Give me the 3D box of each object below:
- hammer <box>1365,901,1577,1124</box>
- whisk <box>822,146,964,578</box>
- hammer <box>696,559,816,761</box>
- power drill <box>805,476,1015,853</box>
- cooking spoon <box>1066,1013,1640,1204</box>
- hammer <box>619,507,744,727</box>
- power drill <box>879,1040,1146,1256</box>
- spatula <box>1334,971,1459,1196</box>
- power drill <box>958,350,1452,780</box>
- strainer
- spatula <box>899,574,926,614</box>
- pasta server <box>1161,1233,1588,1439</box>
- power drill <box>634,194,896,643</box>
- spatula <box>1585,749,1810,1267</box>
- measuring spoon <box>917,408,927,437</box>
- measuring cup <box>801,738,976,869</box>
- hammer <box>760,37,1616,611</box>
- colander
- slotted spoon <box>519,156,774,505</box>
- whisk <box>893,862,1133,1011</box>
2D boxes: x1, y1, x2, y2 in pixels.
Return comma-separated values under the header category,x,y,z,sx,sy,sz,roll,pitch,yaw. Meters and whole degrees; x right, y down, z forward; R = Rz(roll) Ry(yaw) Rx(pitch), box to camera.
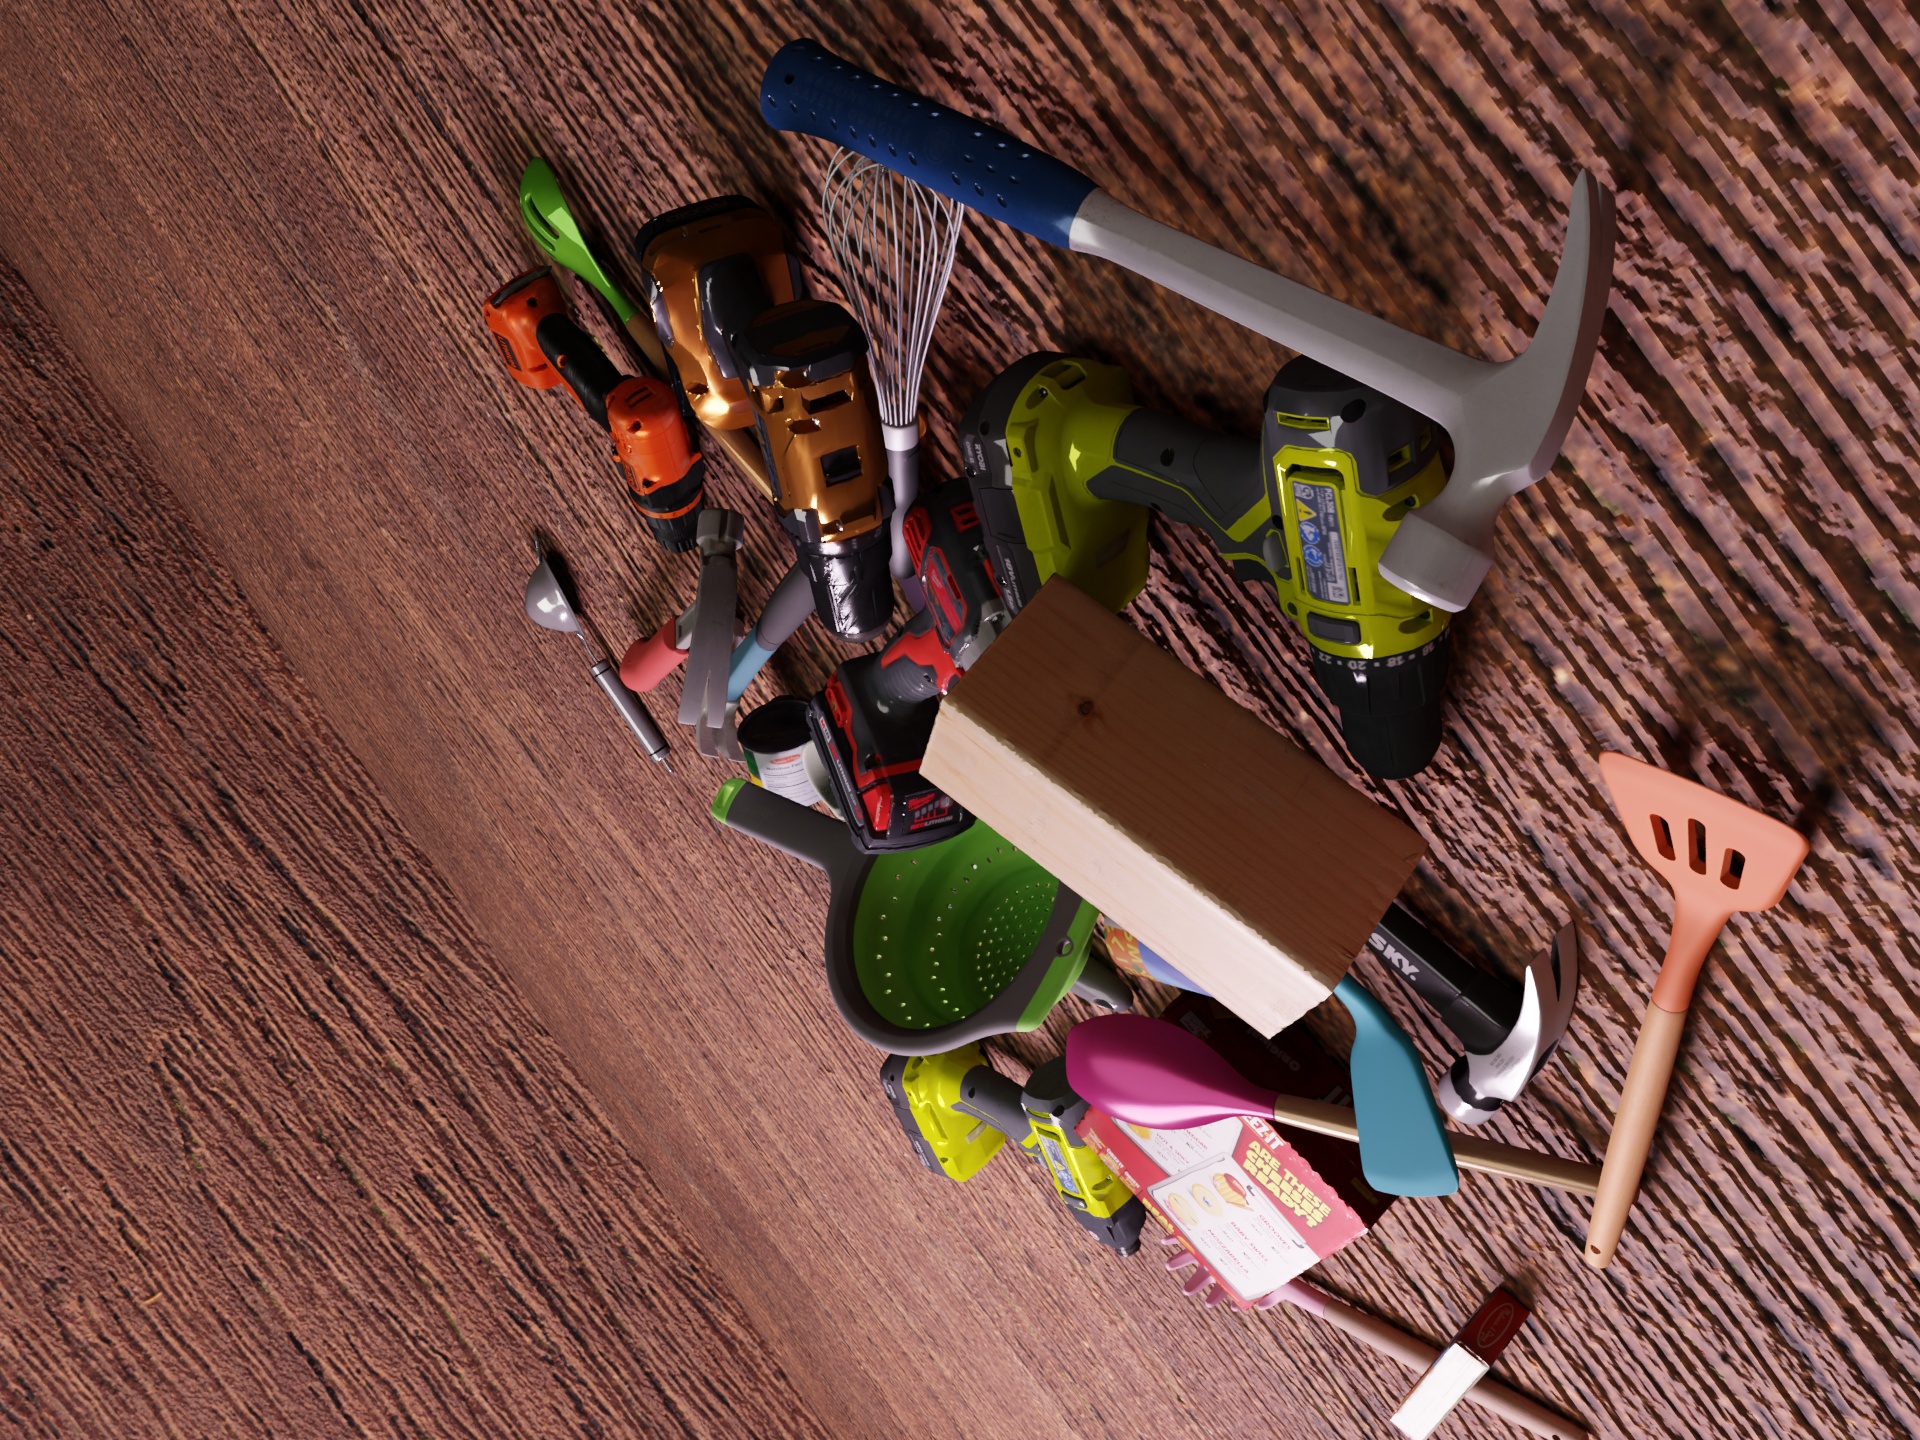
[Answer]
category,x,y,z,sx,sy,sz,roll,pitch,yaw
hammer,0.166,0.058,0.821,0.335,0.035,0.146,43,150,23
whisk,-0.034,-0.180,0.840,0.070,0.070,0.284,38,148,29
hammer,-0.125,-0.067,1.075,0.331,0.033,0.128,140,137,-59
power drill,-0.001,-0.003,0.903,0.188,0.080,0.226,66,149,21
cooking spoon,0.196,0.214,0.859,0.319,0.017,0.068,6,102,32
hammer,-0.222,-0.051,1.225,0.359,0.036,0.149,161,115,-69
power drill,0.047,0.328,1.256,0.223,0.080,0.171,7,126,51
spatula,0.151,0.095,0.803,0.317,0.044,0.082,55,158,2
power drill,0.116,-0.076,0.712,0.229,0.080,0.190,19,136,44
strainer,-0.341,-0.055,1.481,0.258,0.050,0.087,57,168,-11
spatula,-0.068,-0.153,0.972,0.316,0.018,0.060,56,148,-3
pasta server,0.260,0.403,1.046,0.316,0.040,0.060,12,120,51
power drill,-0.095,-0.162,0.852,0.226,0.084,0.185,-125,18,-45
spatula,0.298,0.143,0.690,0.081,0.041,0.322,30,139,38
measuring spoon,-0.032,-0.135,0.931,0.021,0.011,0.116,20,136,12
measuring cup,-0.041,0.059,1.147,0.168,0.038,0.083,32,143,20
hammer,0.061,-0.199,0.627,0.406,0.035,0.144,37,110,33
colander,-0.035,0.111,1.078,0.397,0.204,0.094,17,166,48
slotted spoon,-0.203,-0.251,1.068,0.314,0.031,0.070,50,157,6
whisk,0.025,0.144,1.123,0.239,0.055,0.055,28,142,33
